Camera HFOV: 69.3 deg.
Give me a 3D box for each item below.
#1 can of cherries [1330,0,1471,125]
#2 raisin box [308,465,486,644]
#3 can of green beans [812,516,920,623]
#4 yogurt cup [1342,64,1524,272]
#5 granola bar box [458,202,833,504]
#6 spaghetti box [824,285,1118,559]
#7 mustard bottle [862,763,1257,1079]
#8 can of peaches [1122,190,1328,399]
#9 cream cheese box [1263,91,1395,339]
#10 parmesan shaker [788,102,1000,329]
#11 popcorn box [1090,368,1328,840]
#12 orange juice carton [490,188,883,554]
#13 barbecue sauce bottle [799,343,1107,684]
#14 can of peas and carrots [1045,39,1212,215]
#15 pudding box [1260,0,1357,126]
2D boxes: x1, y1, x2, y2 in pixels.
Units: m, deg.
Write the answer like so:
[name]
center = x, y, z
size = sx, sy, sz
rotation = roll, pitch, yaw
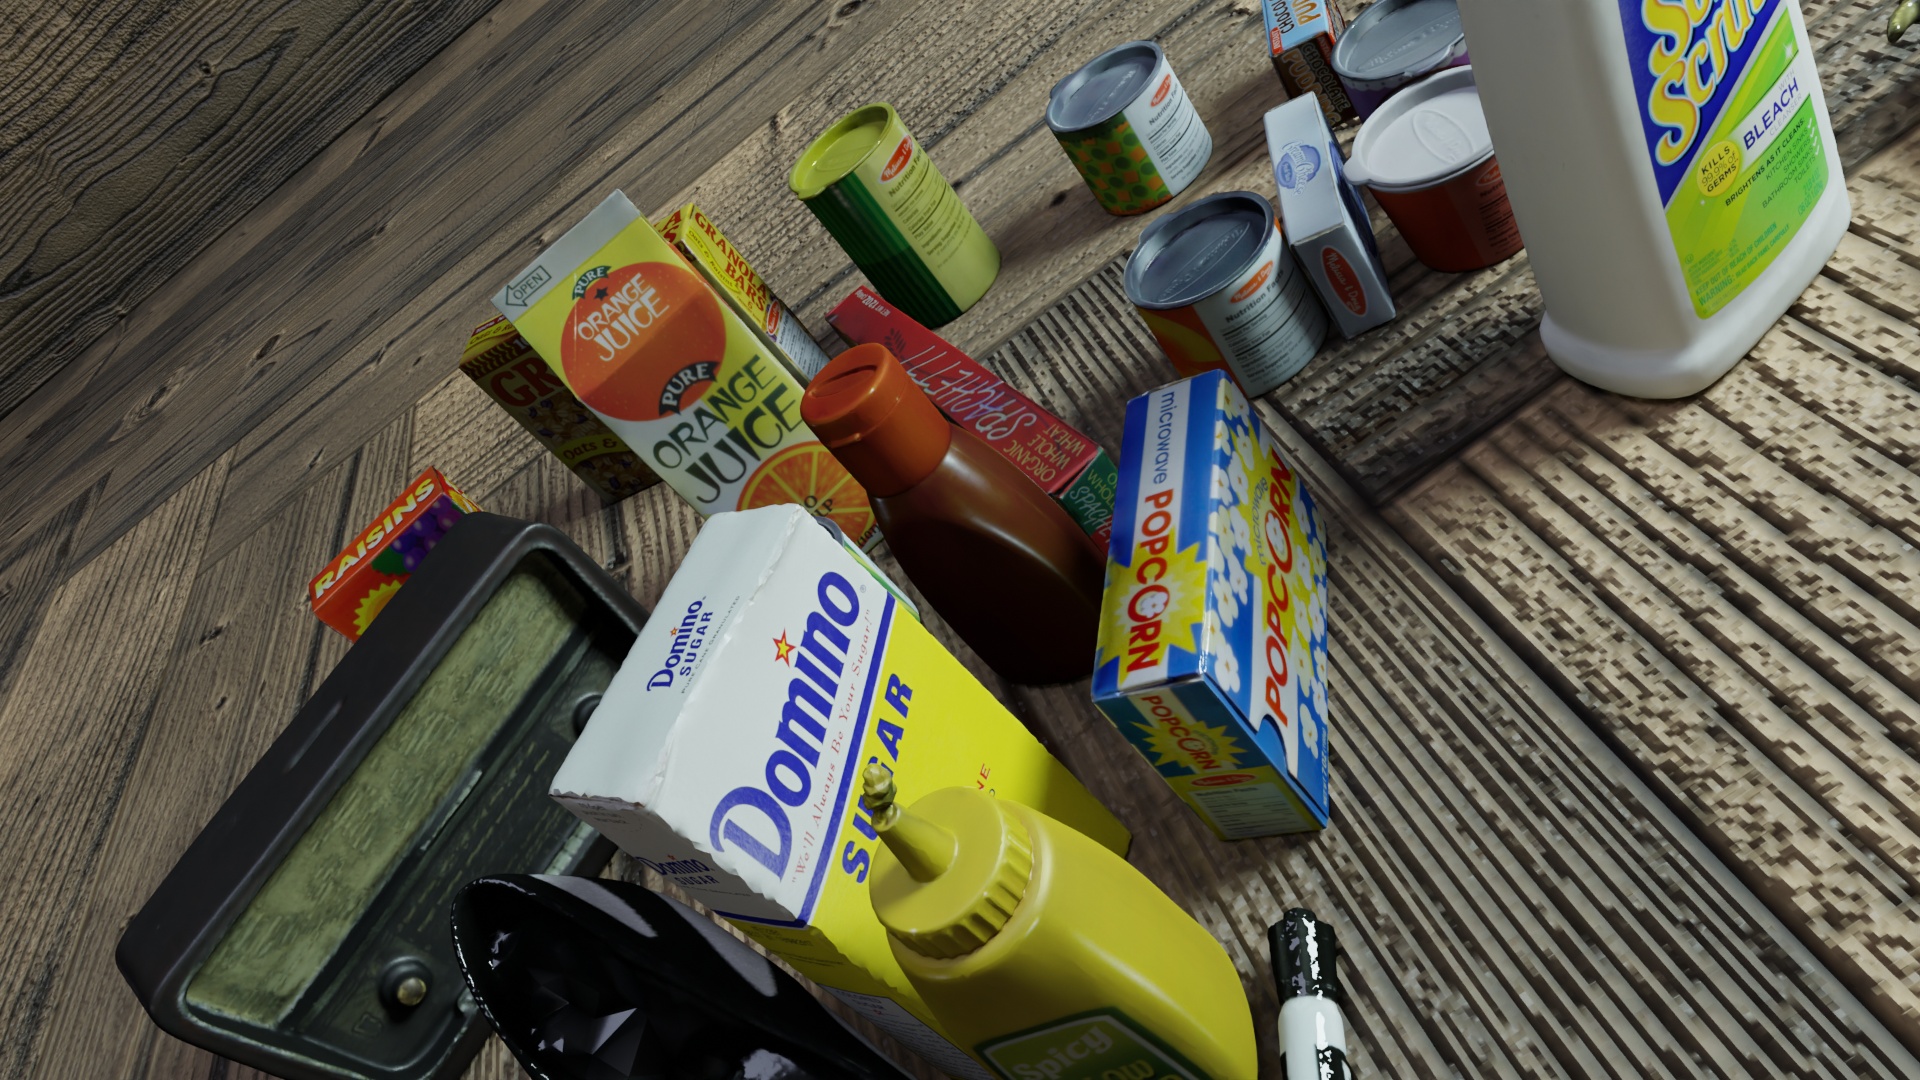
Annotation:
[can of cherries]
center = 0.198, -0.191, 0.582
size = 0.071, 0.058, 0.072
rotation = -25, 39, 22
[raisin box]
center = -0.248, 0.035, 0.701
size = 0.086, 0.123, 0.040
rotation = -44, 35, -4
[can of green beans]
center = -0.059, 0.033, 0.584
size = 0.071, 0.057, 0.071
rotation = -25, 39, 22
[yogurt cup]
center = 0.193, -0.142, 0.537
size = 0.072, 0.053, 0.073
rotation = -25, 39, 22
[granola bar box]
center = -0.173, -0.099, 0.771
size = 0.165, 0.124, 0.039
rotation = -22, 40, 26
[spaghetti box]
center = 0.004, -0.059, 0.629
size = 0.029, 0.050, 0.251
rotation = -44, 36, -2
[mustard bottle]
center = 0.019, 0.104, 0.349
size = 0.065, 0.160, 0.049
rotation = -26, 38, 21
[can of peaches]
center = 0.108, -0.100, 0.569
size = 0.071, 0.058, 0.071
rotation = -25, 39, 22
[cream cheese box]
center = 0.150, -0.135, 0.570
size = 0.024, 0.053, 0.104
rotation = -23, 40, 25
[parmesan shaker]
center = -0.035, -0.167, 0.733
size = 0.071, 0.103, 0.072
rotation = -25, 39, 22
[popcorn box]
center = 0.084, 0.019, 0.443
size = 0.038, 0.085, 0.127
rotation = -17, 42, 30
[orange juice carton]
center = -0.113, -0.063, 0.619
size = 0.072, 0.192, 0.073
rotation = -42, 35, -1
[barbecue sauce bottle]
center = 0.002, -0.006, 0.491
size = 0.064, 0.148, 0.044
rotation = -14, 44, 33
[can of peas and carrots]
center = 0.084, -0.208, 0.704
size = 0.071, 0.058, 0.071
rotation = -25, 39, 22
[pudding box]
center = 0.168, -0.240, 0.668
size = 0.030, 0.049, 0.084
rotation = -21, 40, 26
